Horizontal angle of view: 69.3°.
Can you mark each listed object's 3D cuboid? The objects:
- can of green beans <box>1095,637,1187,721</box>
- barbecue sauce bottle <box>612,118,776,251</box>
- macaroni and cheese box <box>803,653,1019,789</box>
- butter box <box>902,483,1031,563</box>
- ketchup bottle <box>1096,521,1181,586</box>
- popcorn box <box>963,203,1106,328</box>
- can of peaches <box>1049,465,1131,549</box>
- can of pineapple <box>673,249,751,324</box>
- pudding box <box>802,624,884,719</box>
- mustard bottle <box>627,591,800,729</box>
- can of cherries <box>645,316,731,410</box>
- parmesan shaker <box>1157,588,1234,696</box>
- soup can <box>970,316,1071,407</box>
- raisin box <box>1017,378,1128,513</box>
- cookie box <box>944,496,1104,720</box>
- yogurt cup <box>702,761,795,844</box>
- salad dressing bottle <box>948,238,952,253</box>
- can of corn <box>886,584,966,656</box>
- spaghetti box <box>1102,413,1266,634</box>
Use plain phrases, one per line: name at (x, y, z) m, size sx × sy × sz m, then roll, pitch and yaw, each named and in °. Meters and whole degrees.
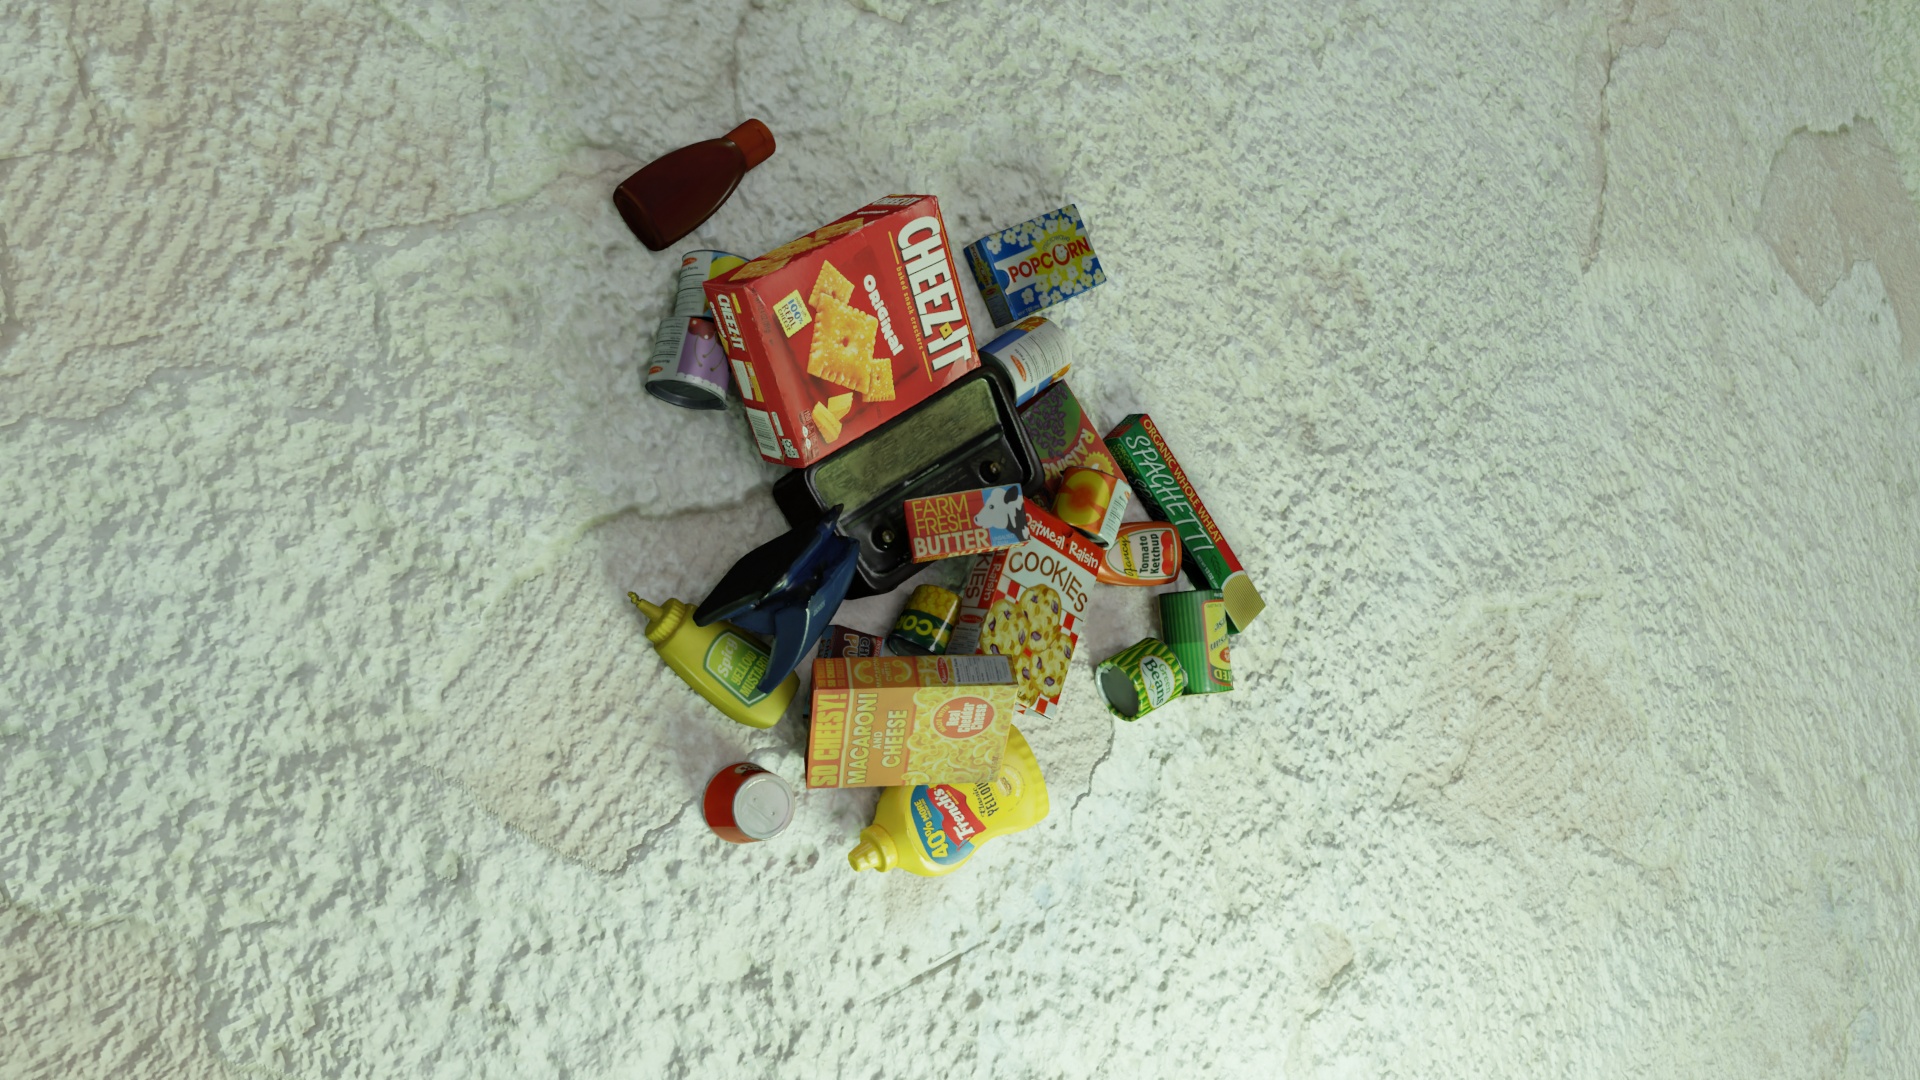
can of green beans at (0.173, 0.135, 1.345) m, size 0.058 × 0.071 × 0.071 m, roll -24°, pitch 96°, yaw -31°
barbecue sauce bottle at (-0.221, -0.310, 1.184) m, size 0.149 × 0.043 × 0.064 m, roll -44°, pitch 106°, yaw -28°
macaroni and cheese box at (-0.044, 0.152, 1.161) m, size 0.167 × 0.123 × 0.040 m, roll 0°, pitch 40°, yaw -11°
butter box at (0.004, -0.015, 1.181) m, size 0.104 × 0.024 × 0.053 m, roll -9°, pitch 80°, yaw -10°
ketchup bottle at (0.146, 0.015, 1.359) m, size 0.149 × 0.043 × 0.064 m, roll -2°, pitch 91°, yaw -30°
popcorn box at (0.074, -0.269, 1.358) m, size 0.127 × 0.038 × 0.085 m, roll -28°, pitch 99°, yaw -31°
can of peaches at (0.117, -0.030, 1.291) m, size 0.071 × 0.071 × 0.058 m, roll 26°, pitch 75°, yaw -26°
can of pineapple at (-0.203, -0.205, 1.168) m, size 0.071 × 0.071 × 0.058 m, roll 12°, pitch 78°, yaw -29°
pudding box at (-0.101, 0.119, 1.205) m, size 0.049 × 0.030 × 0.084 m, roll 21°, pitch 73°, yaw -28°
mustard bottle at (-0.207, 0.091, 1.134) m, size 0.160 × 0.048 × 0.065 m, roll 39°, pitch 62°, yaw -21°
can of cherries at (-0.220, -0.146, 1.150) m, size 0.071 × 0.071 × 0.058 m, roll 17°, pitch 74°, yaw -28°
parmesan shaker at (0.233, 0.101, 1.384) m, size 0.071 × 0.071 × 0.103 m, roll -3°, pitch 85°, yaw -31°
soup can at (0.053, -0.166, 1.316) m, size 0.084 × 0.071 × 0.071 m, roll -36°, pitch 102°, yaw -34°
raisin box at (0.096, -0.081, 1.345) m, size 0.086 × 0.040 × 0.123 m, roll -41°, pitch 105°, yaw -29°
cookie box at (0.058, 0.061, 1.240) m, size 0.123 × 0.040 × 0.168 m, roll 31°, pitch 71°, yaw -42°
yogurt cup at (-0.170, 0.216, 1.136) m, size 0.072 × 0.054 × 0.072 m, roll 4°, pitch 82°, yaw -30°
salad dressing bottle at (-0.067, -0.230, 1.265) m, size 0.064 × 0.044 × 0.148 m, roll 49°, pitch 63°, yaw -18°
can of corn at (-0.025, 0.078, 1.234) m, size 0.071 × 0.071 × 0.058 m, roll 37°, pitch 66°, yaw -22°
spaghetti box at (0.230, -0.016, 1.422) m, size 0.050 × 0.028 × 0.249 m, roll -41°, pitch 104°, yaw -29°
